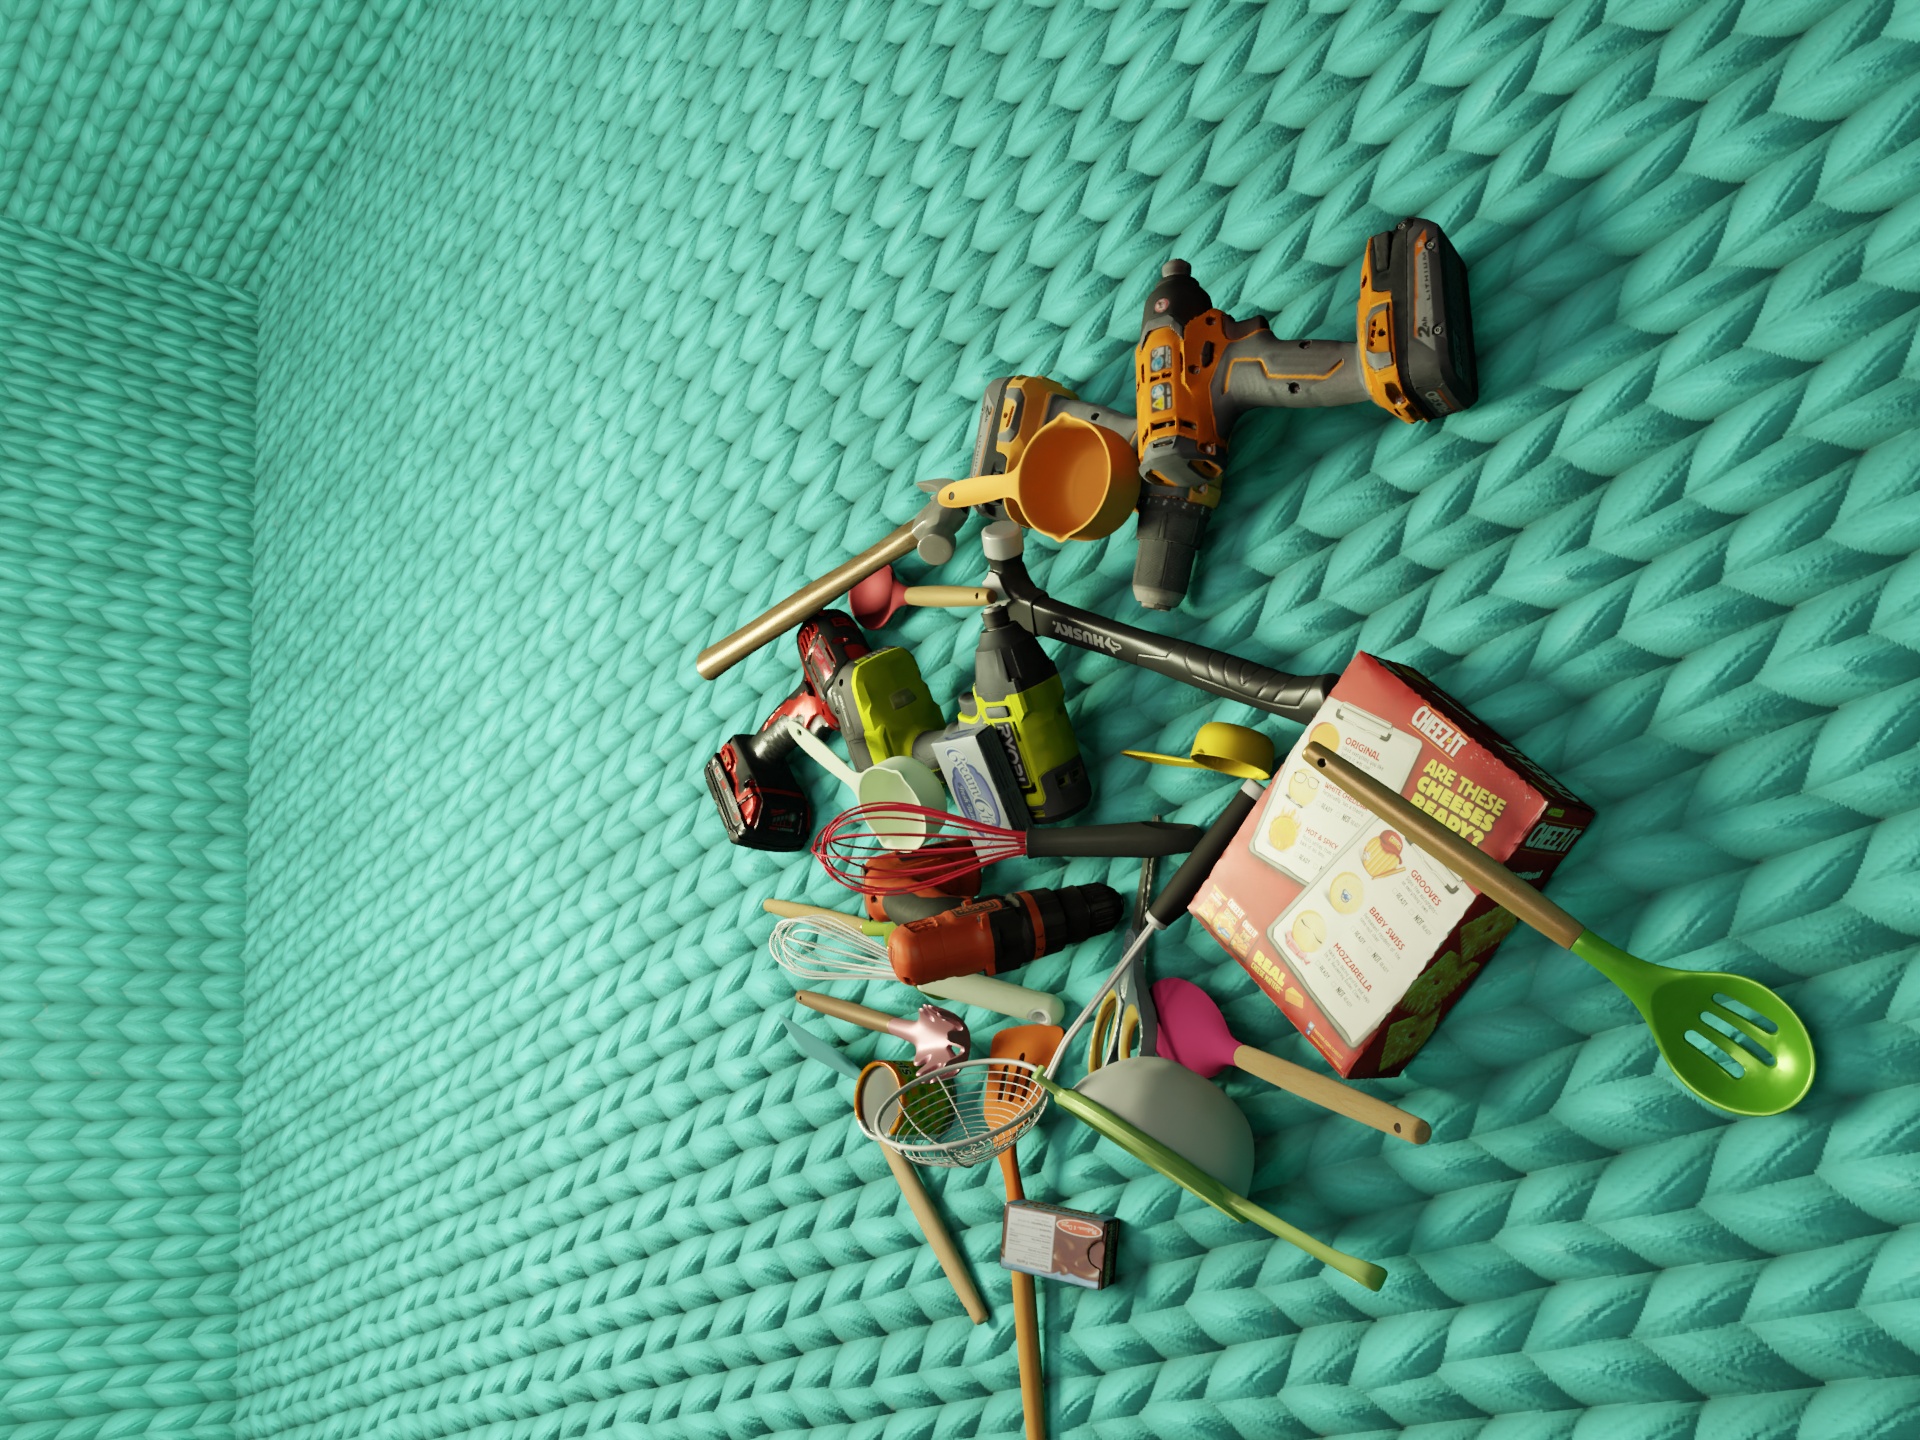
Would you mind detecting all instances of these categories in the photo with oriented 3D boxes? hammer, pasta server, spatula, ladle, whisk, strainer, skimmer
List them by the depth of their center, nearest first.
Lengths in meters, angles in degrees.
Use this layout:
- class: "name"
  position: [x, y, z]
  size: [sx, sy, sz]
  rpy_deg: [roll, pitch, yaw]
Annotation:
- class: "strainer"
  position: [0.176, 0.279, 1.025]
  size: [0.256, 0.151, 0.069]
  rpy_deg: [19, 72, 47]
- class: "skimmer"
  position: [0.080, 0.174, 1.127]
  size: [0.363, 0.090, 0.127]
  rpy_deg: [-53, 9, 8]
- class: "hammer"
  position: [0.145, -0.045, 1.167]
  size: [0.335, 0.035, 0.146]
  rpy_deg: [22, 132, 42]
- class: "whisk"
  position: [0.031, 0.092, 1.180]
  size: [0.296, 0.073, 0.073]
  rpy_deg: [-3, 77, 12]
- class: "spatula"
  position: [0.053, 0.397, 1.217]
  size: [0.081, 0.041, 0.323]
  rpy_deg: [-17, 73, 46]
- class: "whisk"
  position: [-0.036, 0.199, 1.259]
  size: [0.246, 0.059, 0.057]
  rpy_deg: [13, 131, 13]
- class: "spatula"
  position: [-0.064, 0.372, 1.339]
  size: [0.044, 0.082, 0.318]
  rpy_deg: [-29, 53, -8]
- class: "pasta server"
  position: [-0.075, 0.256, 1.353]
  size: [0.316, 0.040, 0.060]
  rpy_deg: [-1, 82, 59]
- class: "ladle"
  position: [-0.034, -0.108, 1.368]
  size: [0.315, 0.031, 0.069]
  rpy_deg: [-167, 80, -68]
- class: "ladle"
  position: [-0.102, 0.193, 1.421]
  size: [0.320, 0.078, 0.062]
  rpy_deg: [2, 59, 55]
- class: "hammer"
  position: [-0.120, -0.121, 1.440]
  size: [0.331, 0.031, 0.130]
  rpy_deg: [-28, 28, 32]

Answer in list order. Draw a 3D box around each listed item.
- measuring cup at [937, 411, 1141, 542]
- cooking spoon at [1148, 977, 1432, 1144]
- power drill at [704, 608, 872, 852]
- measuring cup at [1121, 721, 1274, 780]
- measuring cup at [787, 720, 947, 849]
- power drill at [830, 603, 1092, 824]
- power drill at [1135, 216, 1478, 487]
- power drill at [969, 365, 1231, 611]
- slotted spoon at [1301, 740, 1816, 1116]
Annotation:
- class: "measuring cup"
  position: [0.060, -0.175, 1.202]
  size: [0.174, 0.052, 0.095]
  rpy_deg: [-1, 87, 44]
- class: "cooking spoon"
  position: [0.195, 0.221, 1.021]
  size: [0.319, 0.017, 0.069]
  rpy_deg: [-175, 85, -68]
- class: "power drill"
  position: [-0.146, 0.017, 1.494]
  size: [0.219, 0.078, 0.143]
  rpy_deg: [-53, 47, 27]
- class: "measuring cup"
  position: [0.167, 0.018, 1.153]
  size: [0.156, 0.062, 0.029]
  rpy_deg: [4, 75, 60]
- class: "measuring cup"
  position: [-0.076, 0.041, 1.310]
  size: [0.168, 0.038, 0.083]
  rpy_deg: [37, 134, 28]
- class: "power drill"
  position: [-0.002, -0.004, 1.292]
  size: [0.223, 0.080, 0.171]
  rpy_deg: [-4, 108, 50]
- class: "power drill"
  position: [0.223, -0.260, 1.077]
  size: [0.226, 0.084, 0.164]
  rpy_deg: [-9, 74, 32]
- class: "power drill"
  position: [0.109, -0.185, 1.242]
  size: [0.226, 0.084, 0.185]
  rpy_deg: [11, 92, 46]
- class: "slotted spoon"
  position: [0.321, 0.103, 0.881]
  size: [0.314, 0.031, 0.070]
  rpy_deg: [37, 112, 22]
